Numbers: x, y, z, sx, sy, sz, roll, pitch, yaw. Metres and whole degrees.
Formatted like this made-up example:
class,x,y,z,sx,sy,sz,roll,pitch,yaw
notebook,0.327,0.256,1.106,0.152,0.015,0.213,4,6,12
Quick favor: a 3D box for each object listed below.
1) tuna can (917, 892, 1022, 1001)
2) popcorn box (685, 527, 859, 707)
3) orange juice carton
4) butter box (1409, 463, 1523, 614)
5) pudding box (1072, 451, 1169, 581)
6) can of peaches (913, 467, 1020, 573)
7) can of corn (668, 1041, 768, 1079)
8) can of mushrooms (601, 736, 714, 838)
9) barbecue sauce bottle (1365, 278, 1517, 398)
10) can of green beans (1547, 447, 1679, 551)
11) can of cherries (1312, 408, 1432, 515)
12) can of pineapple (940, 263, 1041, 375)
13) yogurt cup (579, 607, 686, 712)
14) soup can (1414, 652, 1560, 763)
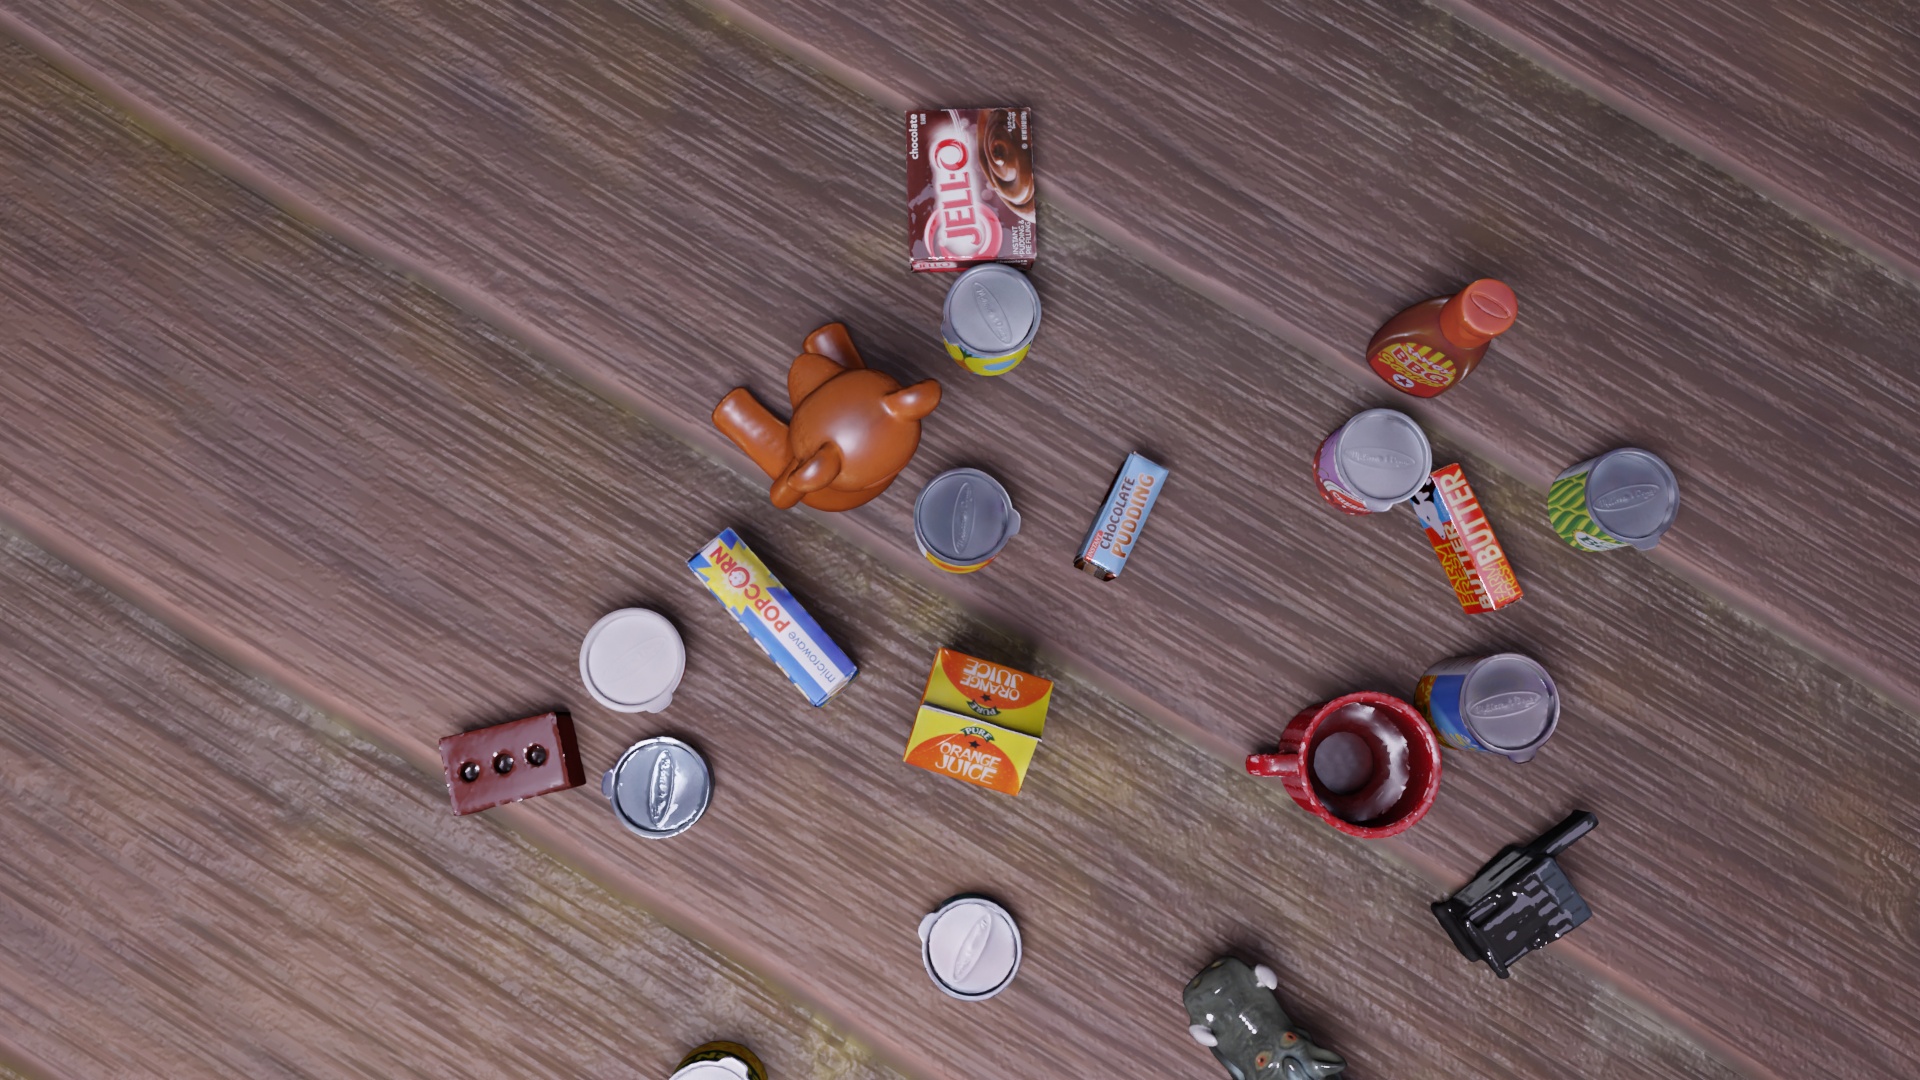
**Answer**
class,x,y,z,sx,sy,sz,roll,pitch,yaw
tuna can,0.005,0.268,0.922,0.071,0.033,0.071,0,82,-2
popcorn box,-0.121,0.053,0.919,0.038,0.085,0.127,-42,86,-6
orange juice carton,0.009,0.112,0.862,0.072,0.192,0.073,18,83,0
butter box,0.347,0.000,0.962,0.024,0.053,0.103,-24,84,-5
pudding box,0.110,-0.016,0.956,0.030,0.049,0.084,26,82,1
can of peaches,0.003,-0.012,0.946,0.071,0.058,0.071,0,83,-2
can of corn,-0.157,0.358,0.890,0.071,0.058,0.071,0,83,-2
can of mushrooms,-0.201,0.163,0.927,0.071,0.033,0.071,0,82,-2
barbecue sauce bottle,0.325,-0.137,0.931,0.065,0.148,0.044,32,83,2
can of green beans,0.453,-0.027,0.968,0.071,0.057,0.071,0,83,-2
can of cherries,0.283,-0.051,0.963,0.071,0.058,0.071,0,83,-2
can of pineapple,0.019,-0.152,0.966,0.071,0.058,0.071,0,83,-2
yogurt cup,-0.214,0.081,0.927,0.072,0.054,0.072,0,83,-2
soup can,0.351,0.112,0.931,0.071,0.083,0.071,0,83,-2
